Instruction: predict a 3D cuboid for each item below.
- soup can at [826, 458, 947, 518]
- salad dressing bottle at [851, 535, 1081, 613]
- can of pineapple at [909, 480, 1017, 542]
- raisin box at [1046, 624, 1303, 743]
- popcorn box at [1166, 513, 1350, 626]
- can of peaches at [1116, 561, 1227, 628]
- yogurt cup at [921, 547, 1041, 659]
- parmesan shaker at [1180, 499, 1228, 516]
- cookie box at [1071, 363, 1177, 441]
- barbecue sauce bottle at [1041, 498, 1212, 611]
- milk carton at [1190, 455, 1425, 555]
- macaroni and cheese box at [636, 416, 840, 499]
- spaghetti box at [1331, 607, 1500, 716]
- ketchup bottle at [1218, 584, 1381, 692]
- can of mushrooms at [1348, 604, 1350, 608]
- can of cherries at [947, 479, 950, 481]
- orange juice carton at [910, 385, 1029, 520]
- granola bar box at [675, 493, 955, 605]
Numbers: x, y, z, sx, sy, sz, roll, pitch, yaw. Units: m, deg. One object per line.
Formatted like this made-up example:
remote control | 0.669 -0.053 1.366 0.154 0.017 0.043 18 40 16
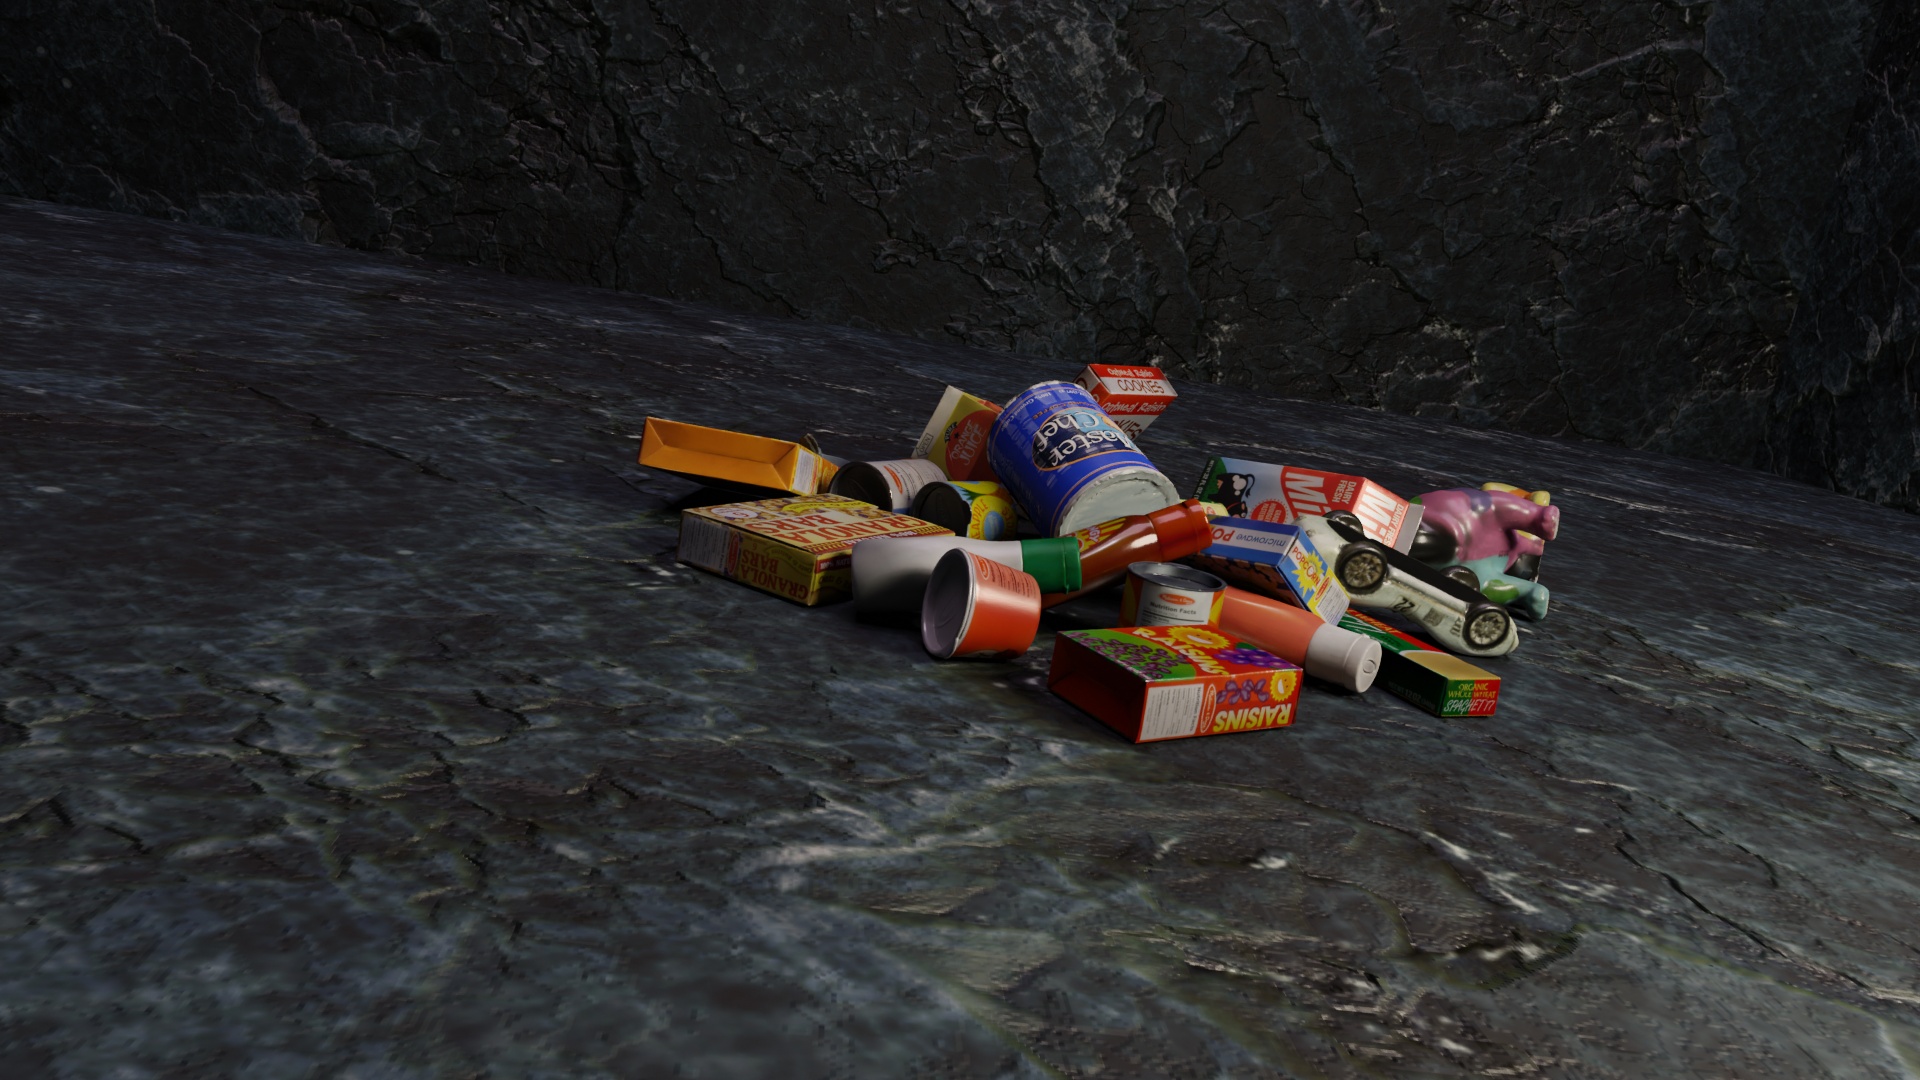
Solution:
soup can | -0.059 -0.031 1.122 0.071 0.071 0.084 17 14 32
salad dressing bottle | 0.004 0.020 0.908 0.148 0.044 0.064 -3 -28 0
can of pineapple | 0.004 -0.014 1.081 0.058 0.070 0.071 -2 17 -44
raisin box | 0.126 0.082 0.816 0.123 0.040 0.086 -1 15 -34
popcorn box | 0.205 0.022 1.001 0.126 0.038 0.085 11 -29 50
can of peaches | 0.139 0.050 0.922 0.071 0.058 0.071 9 12 -2
yogurt cup | 0.014 0.042 0.855 0.054 0.072 0.072 13 10 -24
parmesan shaker | 0.164 -0.006 1.159 0.103 0.071 0.071 6 13 -11
cookie box | 0.112 -0.097 1.320 0.123 0.166 0.040 -7 56 -52
barbecue sauce bottle | 0.099 0.011 0.965 0.149 0.043 0.065 -18 17 -2
milk carton | 0.296 -0.014 1.190 0.190 0.072 0.073 12 -21 39
macaroni and cheese box | -0.172 -0.061 1.127 0.124 0.040 0.166 11 -2 8
spaghetti box | 0.278 0.069 1.007 0.050 0.028 0.250 4 14 -28
ketchup bottle | 0.211 0.062 0.949 0.149 0.043 0.064 20 -1 36
can of mushrooms | 0.285 0.040 1.128 0.071 0.033 0.071 8 13 -2
can of cherries | 0.010 -0.053 1.273 0.071 0.071 0.058 -1 18 -39
orange juice carton | 0.058 -0.062 1.200 0.193 0.071 0.073 25 9 -14
granola bar box | -0.101 0.002 0.997 0.124 0.039 0.166 17 14 31
